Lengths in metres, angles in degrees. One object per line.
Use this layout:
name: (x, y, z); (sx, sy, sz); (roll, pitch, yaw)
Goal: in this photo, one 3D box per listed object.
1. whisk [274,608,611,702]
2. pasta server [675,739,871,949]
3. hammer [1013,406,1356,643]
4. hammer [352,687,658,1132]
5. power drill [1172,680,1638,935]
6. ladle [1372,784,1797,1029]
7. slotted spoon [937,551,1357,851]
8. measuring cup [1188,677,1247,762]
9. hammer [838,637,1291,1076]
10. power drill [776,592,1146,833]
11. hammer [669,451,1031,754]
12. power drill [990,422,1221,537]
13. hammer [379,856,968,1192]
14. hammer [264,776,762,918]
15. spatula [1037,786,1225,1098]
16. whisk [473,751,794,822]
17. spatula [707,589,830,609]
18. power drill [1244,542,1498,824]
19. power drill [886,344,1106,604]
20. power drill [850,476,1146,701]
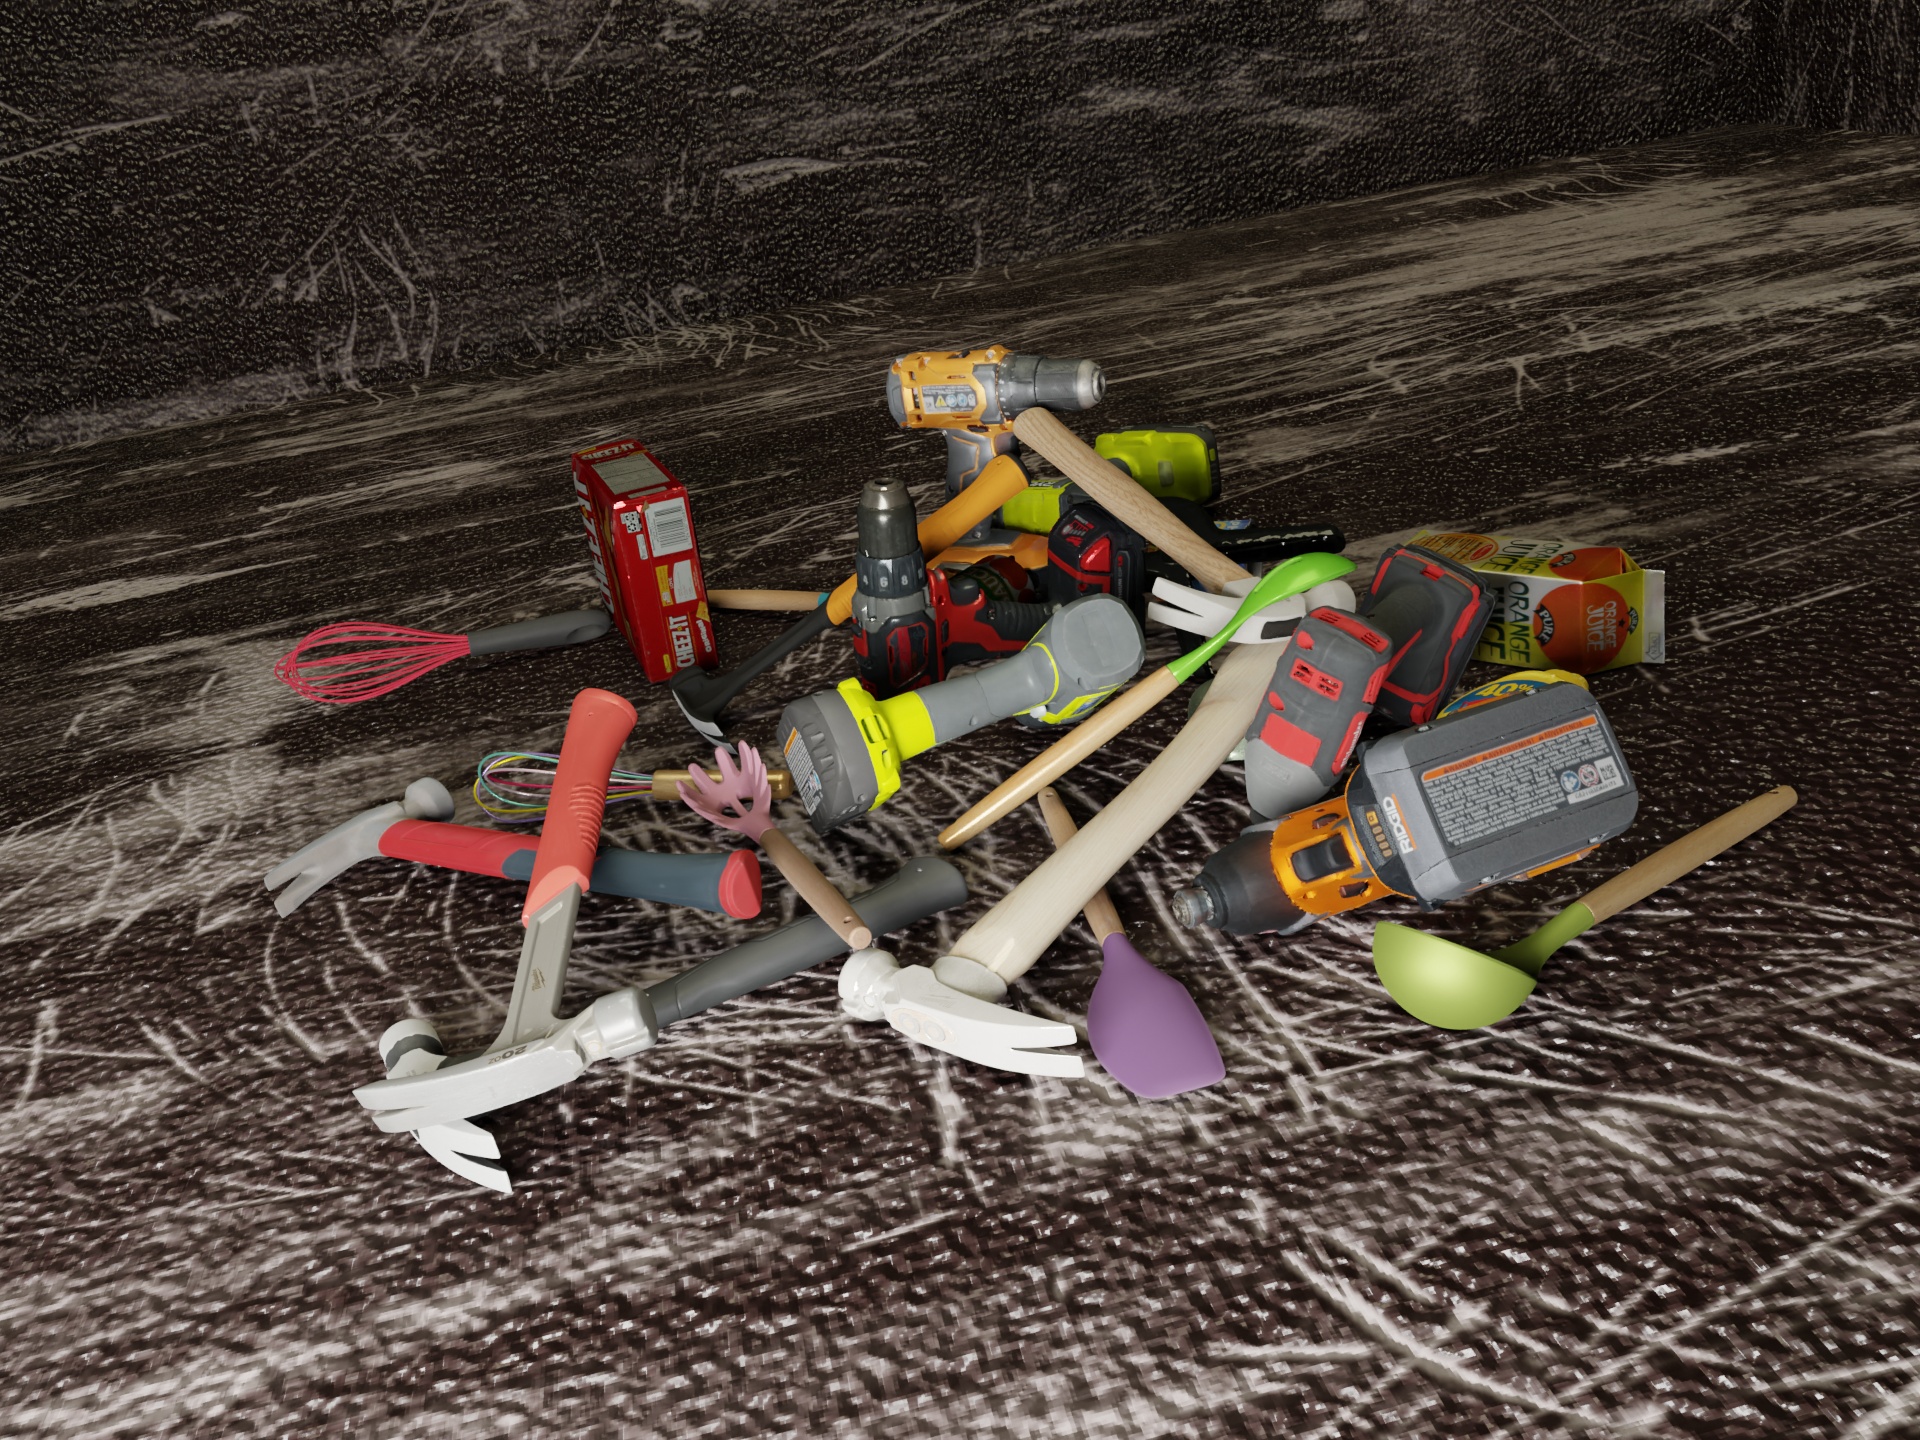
whisk: (-0.466, -0.066, 1.445); (0.295, 0.073, 0.073); (-11, 24, -15)
pasta server: (-0.113, 0.075, 0.976); (0.060, 0.040, 0.316); (-32, 22, -12)
hammer: (0.132, -0.149, 1.158); (0.130, 0.031, 0.332); (-12, 38, -28)
hammer: (-0.239, 0.086, 0.922); (0.149, 0.036, 0.359); (-18, 31, 4)
power drill: (0.209, 0.060, 0.801); (0.164, 0.084, 0.226); (-17, -11, -16)
ladle: (0.343, 0.081, 0.836); (0.320, 0.062, 0.078); (-21, 18, -28)
slotted spoon: (0.113, -0.014, 1.005); (0.314, 0.031, 0.070); (-37, -3, 5)
measuring cup: (0.165, 0.011, 1.066); (0.083, 0.038, 0.167); (13, 31, 40)
hammer: (0.110, 0.058, 0.936); (0.146, 0.038, 0.411); (10, 36, 37)
power drill: (-0.002, -0.003, 1.065); (0.228, 0.080, 0.190); (-21, -8, -15)
hammer: (-0.079, -0.102, 1.263); (0.337, 0.034, 0.127); (-38, 30, -6)
power drill: (0.142, -0.215, 1.488); (0.171, 0.080, 0.223); (7, 26, 41)
hammer: (-0.144, 0.152, 0.887); (0.334, 0.035, 0.146); (-21, 26, -23)
hammer: (-0.283, 0.096, 1.013); (0.386, 0.038, 0.143); (3, 28, 37)
spatula: (0.079, 0.114, 0.905); (0.060, 0.018, 0.316); (-13, 26, -3)
whisk: (-0.238, 0.043, 1.146); (0.245, 0.051, 0.047); (-1, 20, 12)
spatula: (-0.141, -0.097, 1.434); (0.318, 0.044, 0.082); (6, 29, 39)
power drill: (0.247, -0.021, 0.990); (0.079, 0.143, 0.219); (31, 34, 22)
power drill: (0.042, -0.205, 1.350); (0.185, 0.226, 0.084); (3, 28, 25)
power drill: (0.024, -0.107, 1.204); (0.226, 0.187, 0.080); (-14, 30, -19)
